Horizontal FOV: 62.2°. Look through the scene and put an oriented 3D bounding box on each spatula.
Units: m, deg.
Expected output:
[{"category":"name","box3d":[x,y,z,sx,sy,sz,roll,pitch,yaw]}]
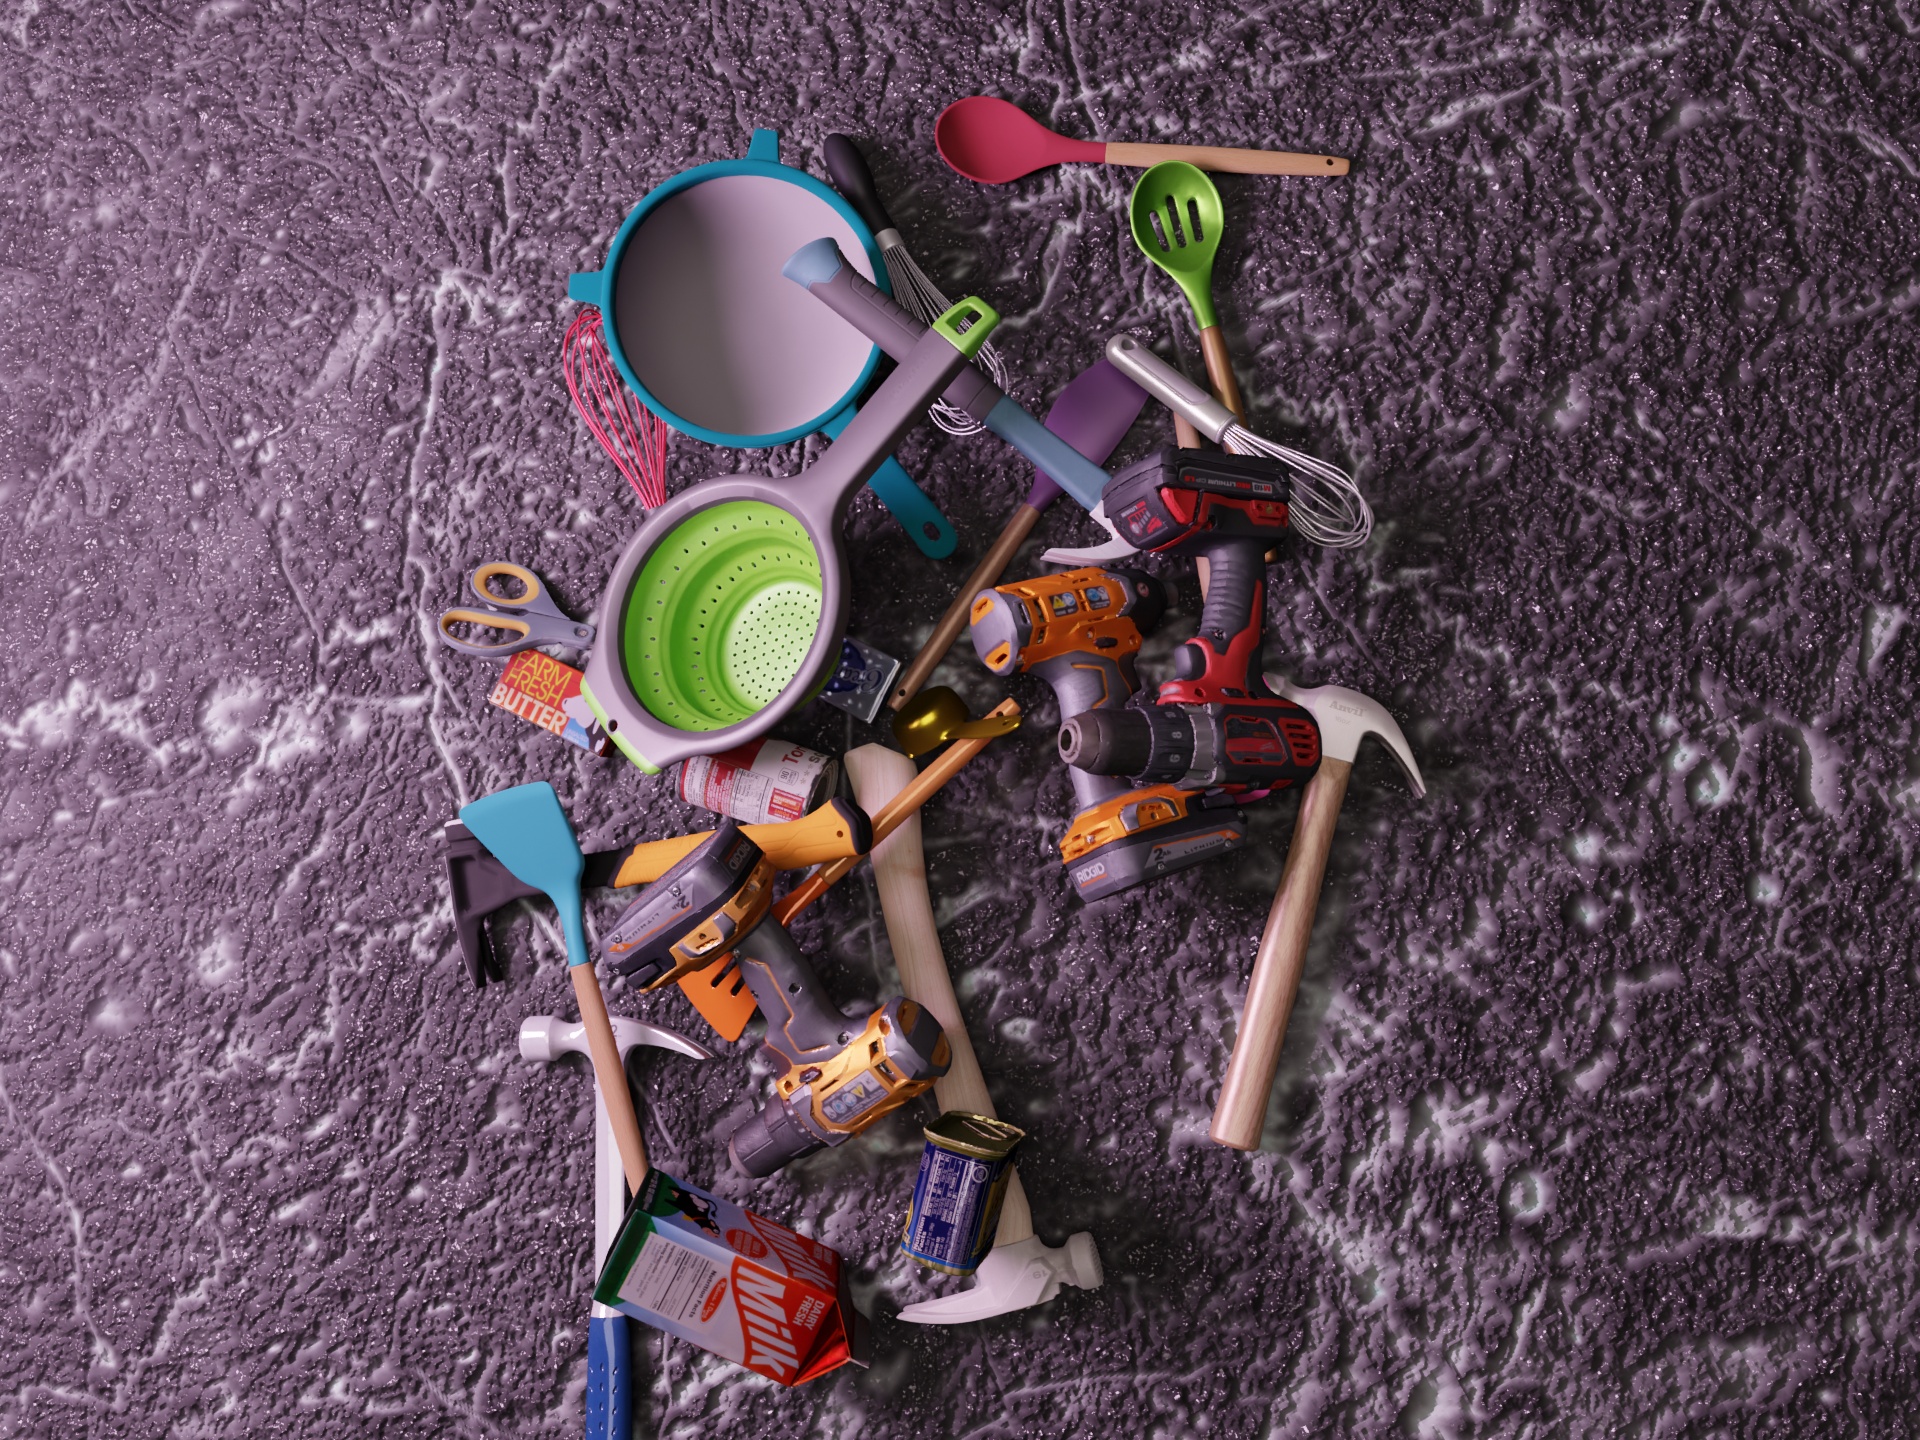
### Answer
[{"category":"spatula","box3d":[-0.079,0.097,1.144,0.322,0.041,0.081,-42,76,0]},{"category":"spatula","box3d":[0.038,-0.139,1.194,0.060,0.018,0.316,33,87,13]},{"category":"spatula","box3d":[-0.270,0.200,1.126,0.082,0.044,0.317,-17,88,20]}]

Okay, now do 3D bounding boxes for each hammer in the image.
[{"category":"hammer","box3d":[-0.025,0.218,1.146,0.146,0.038,0.411,-17,80,7]},{"category":"hammer","box3d":[0.237,0.138,1.122,0.130,0.031,0.331,14,85,10]},{"category":"hammer","box3d":[0.014,-0.233,1.140,0.331,0.033,0.128,38,81,-1]},{"category":"hammer","box3d":[-0.220,0.111,1.148,0.337,0.034,0.127,-10,88,18]},{"category":"hammer","box3d":[-0.248,0.418,1.148,0.144,0.035,0.405,-2,82,8]}]

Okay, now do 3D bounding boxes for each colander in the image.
[{"category":"colander","box3d":[-0.098,-0.126,1.128,0.397,0.094,0.205,-48,60,8]}]

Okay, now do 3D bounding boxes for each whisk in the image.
[{"category":"whisk","box3d":[-0.041,-0.338,1.218,0.070,0.070,0.285,-27,74,4]},{"category":"whisk","box3d":[-0.237,-0.179,1.219,0.073,0.073,0.296,-19,85,5]},{"category":"whisk","box3d":[0.198,-0.206,1.146,0.246,0.059,0.058,42,60,19]}]

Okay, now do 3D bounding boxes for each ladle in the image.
[{"category":"ladle","box3d":[0.138,-0.435,1.218,0.315,0.031,0.069,6,86,7]}]

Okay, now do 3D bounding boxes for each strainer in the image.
[{"category":"strainer","box3d":[-0.118,-0.255,1.203,0.211,0.095,0.340,-40,94,-3]}]

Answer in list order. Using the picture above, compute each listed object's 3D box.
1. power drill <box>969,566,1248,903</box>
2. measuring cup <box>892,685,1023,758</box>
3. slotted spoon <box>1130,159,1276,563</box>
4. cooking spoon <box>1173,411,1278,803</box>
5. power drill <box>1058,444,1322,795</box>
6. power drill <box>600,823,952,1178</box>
[{"category":"power drill","box3d":[0.116,-0.002,1.119,0.164,0.084,0.226,-15,79,-29]},{"category":"measuring cup","box3d":[-0.002,-0.004,1.117,0.062,0.156,0.029,-43,106,-22]},{"category":"slotted spoon","box3d":[0.190,-0.267,1.187,0.070,0.031,0.314,-14,82,6]},{"category":"cooking spoon","box3d":[0.183,-0.097,1.157,0.069,0.017,0.319,-19,72,40]},{"category":"power drill","box3d":[0.146,-0.062,1.060,0.187,0.080,0.227,2,78,-26]},{"category":"power drill","box3d":[-0.143,0.205,1.096,0.185,0.084,0.226,-38,100,22]}]
